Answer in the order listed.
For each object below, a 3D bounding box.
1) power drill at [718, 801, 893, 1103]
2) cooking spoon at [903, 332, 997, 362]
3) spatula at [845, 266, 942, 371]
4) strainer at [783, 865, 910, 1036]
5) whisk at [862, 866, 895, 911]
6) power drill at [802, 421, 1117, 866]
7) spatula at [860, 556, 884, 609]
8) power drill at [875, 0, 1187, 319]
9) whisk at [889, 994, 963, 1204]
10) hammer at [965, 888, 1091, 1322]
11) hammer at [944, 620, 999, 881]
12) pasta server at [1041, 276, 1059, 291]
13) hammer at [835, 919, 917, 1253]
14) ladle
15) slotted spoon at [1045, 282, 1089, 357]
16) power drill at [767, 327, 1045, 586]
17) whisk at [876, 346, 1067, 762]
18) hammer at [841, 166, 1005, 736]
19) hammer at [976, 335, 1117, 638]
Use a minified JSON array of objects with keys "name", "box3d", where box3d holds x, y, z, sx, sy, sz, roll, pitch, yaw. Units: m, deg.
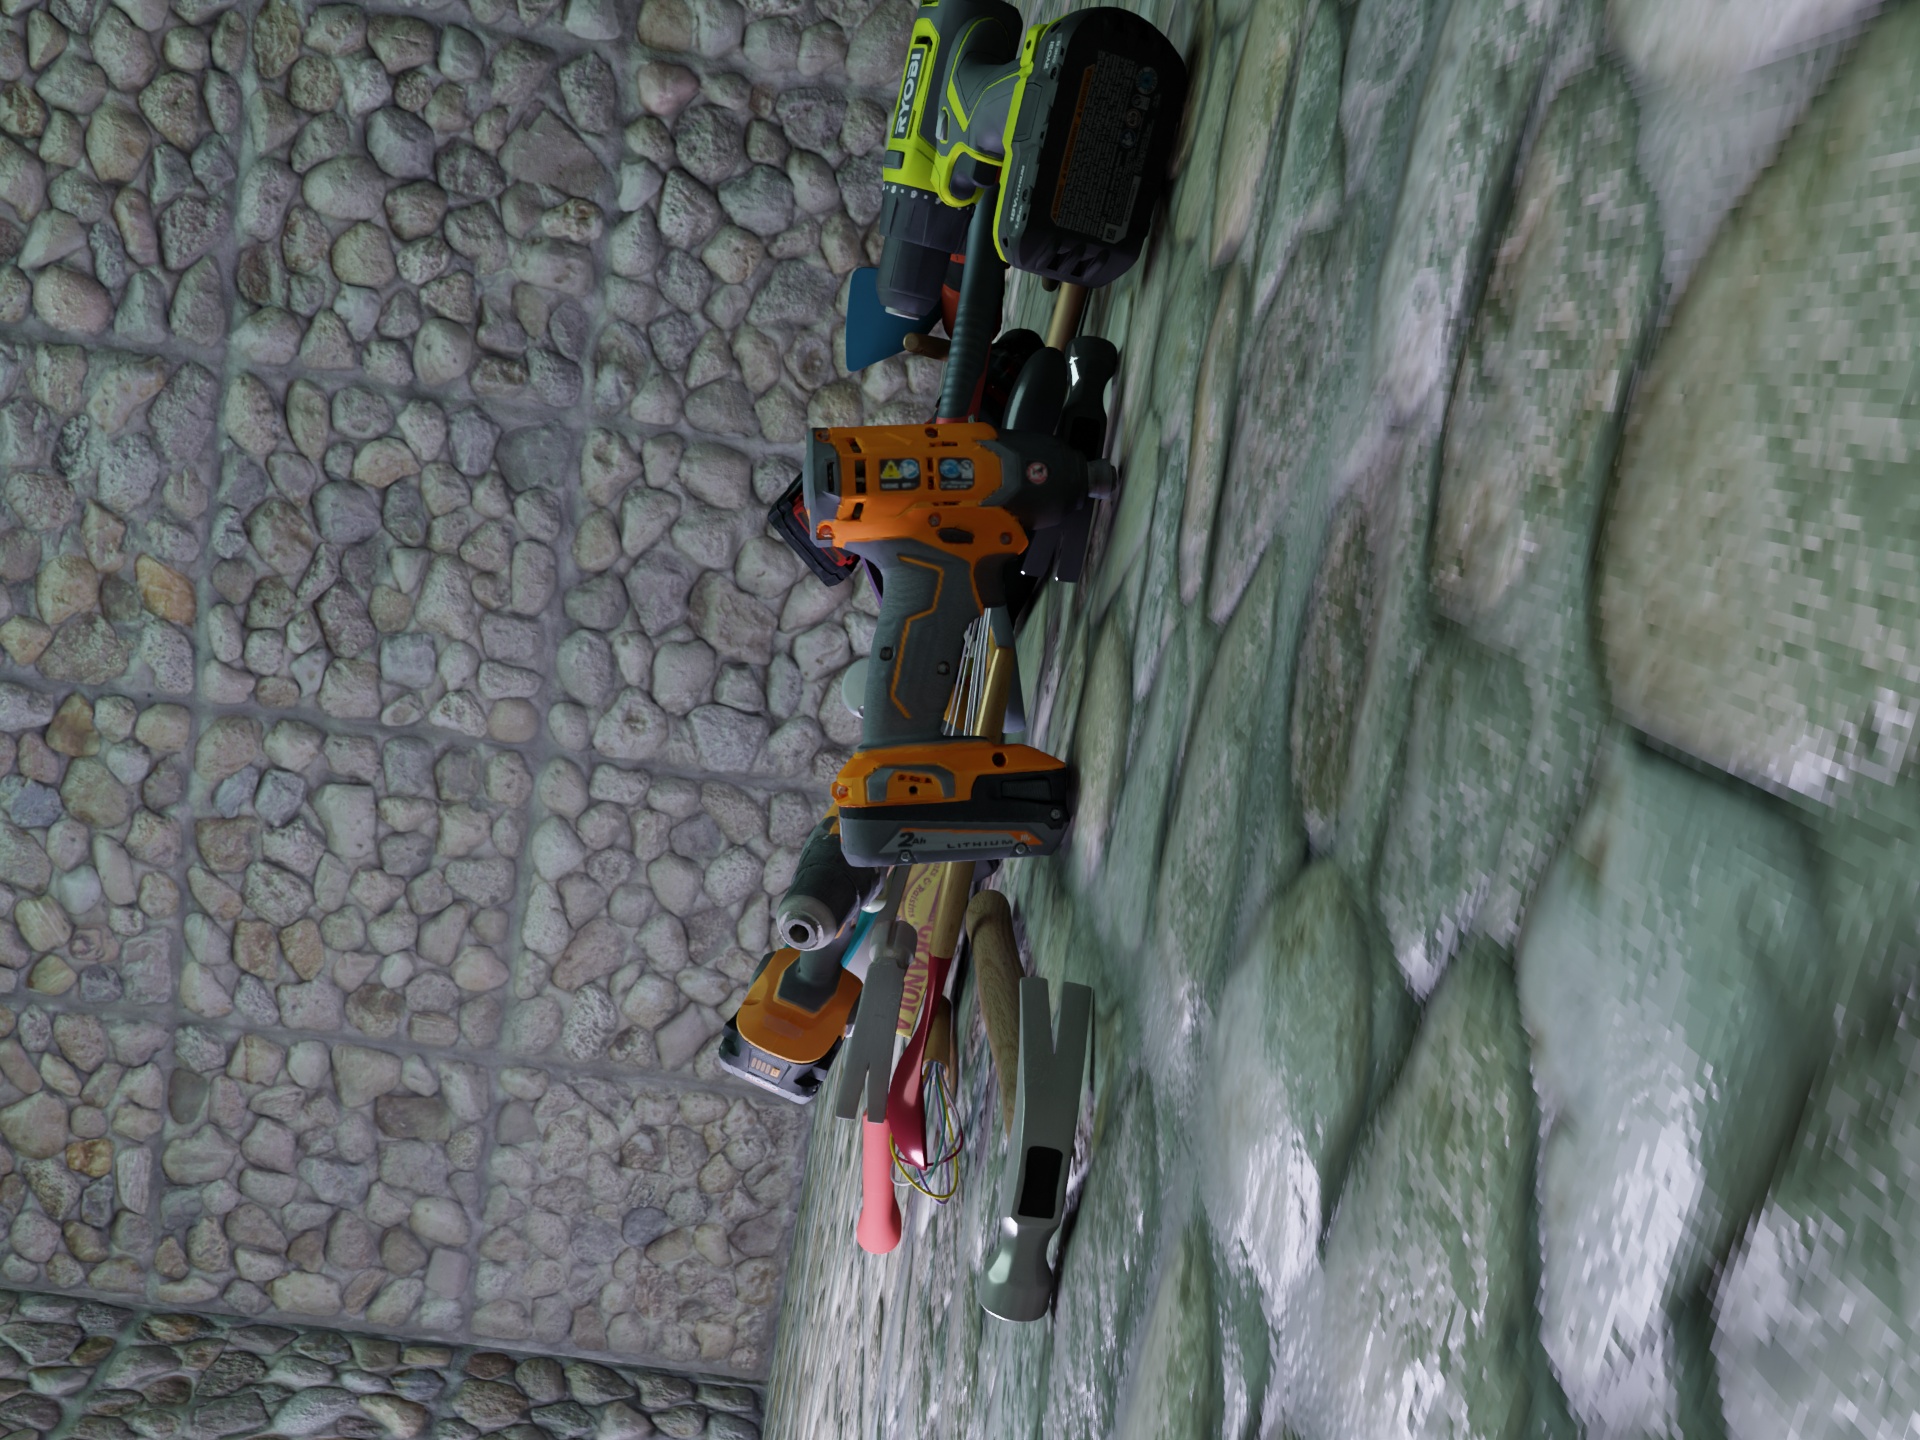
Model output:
[{"name":"power drill","box3d":[-0.102,0.161,1.114,0.185,0.084,0.226,-58,-9,-62]},{"name":"cooking spoon","box3d":[0.003,-0.302,1.314,0.017,0.069,0.319,64,-163,-2]},{"name":"spatula","box3d":[0.002,-0.369,1.284,0.318,0.044,0.082,-51,-25,-48]},{"name":"strainer","box3d":[-0.053,0.145,1.400,0.211,0.095,0.340,-36,23,58]},{"name":"whisk","box3d":[-0.046,0.043,1.305,0.059,0.057,0.246,-38,33,58]},{"name":"power drill","box3d":[0.005,-0.043,0.832,0.084,0.164,0.226,-173,80,-85]},{"name":"spatula","box3d":[-0.043,-0.054,1.235,0.060,0.018,0.315,-97,-10,-55]},{"name":"power drill","box3d":[0.021,-0.316,0.910,0.229,0.080,0.190,38,118,56]},{"name":"whisk","box3d":[-0.021,0.247,1.086,0.245,0.047,0.051,-87,6,-73]},{"name":"hammer","box3d":[0.025,0.152,0.806,0.331,0.031,0.130,-103,22,-77]},{"name":"hammer","box3d":[-0.002,-0.004,1.185,0.337,0.034,0.127,-98,-19,-50]},{"name":"pasta server","box3d":[0.061,-0.342,1.113,0.316,0.040,0.060,-68,-17,-87]},{"name":"hammer","box3d":[-0.060,0.305,1.152,0.358,0.036,0.149,94,-175,-47]},{"name":"ladle","box3d":[-0.005,0.111,0.915,0.069,0.031,0.315,-101,22,-77]},{"name":"slotted spoon","box3d":[0.063,-0.237,1.111,0.070,0.031,0.313,-84,8,-55]},{"name":"power drill","box3d":[-0.030,-0.218,1.251,0.226,0.080,0.188,-31,19,33]},{"name":"whisk","box3d":[0.007,-0.072,0.900,0.070,0.070,0.284,-99,26,-73]},{"name":"hammer","box3d":[0.002,-0.177,1.037,0.143,0.038,0.386,28,-110,-64]},{"name":"hammer","box3d":[0.047,-0.115,1.034,0.331,0.033,0.128,117,163,-73]}]
